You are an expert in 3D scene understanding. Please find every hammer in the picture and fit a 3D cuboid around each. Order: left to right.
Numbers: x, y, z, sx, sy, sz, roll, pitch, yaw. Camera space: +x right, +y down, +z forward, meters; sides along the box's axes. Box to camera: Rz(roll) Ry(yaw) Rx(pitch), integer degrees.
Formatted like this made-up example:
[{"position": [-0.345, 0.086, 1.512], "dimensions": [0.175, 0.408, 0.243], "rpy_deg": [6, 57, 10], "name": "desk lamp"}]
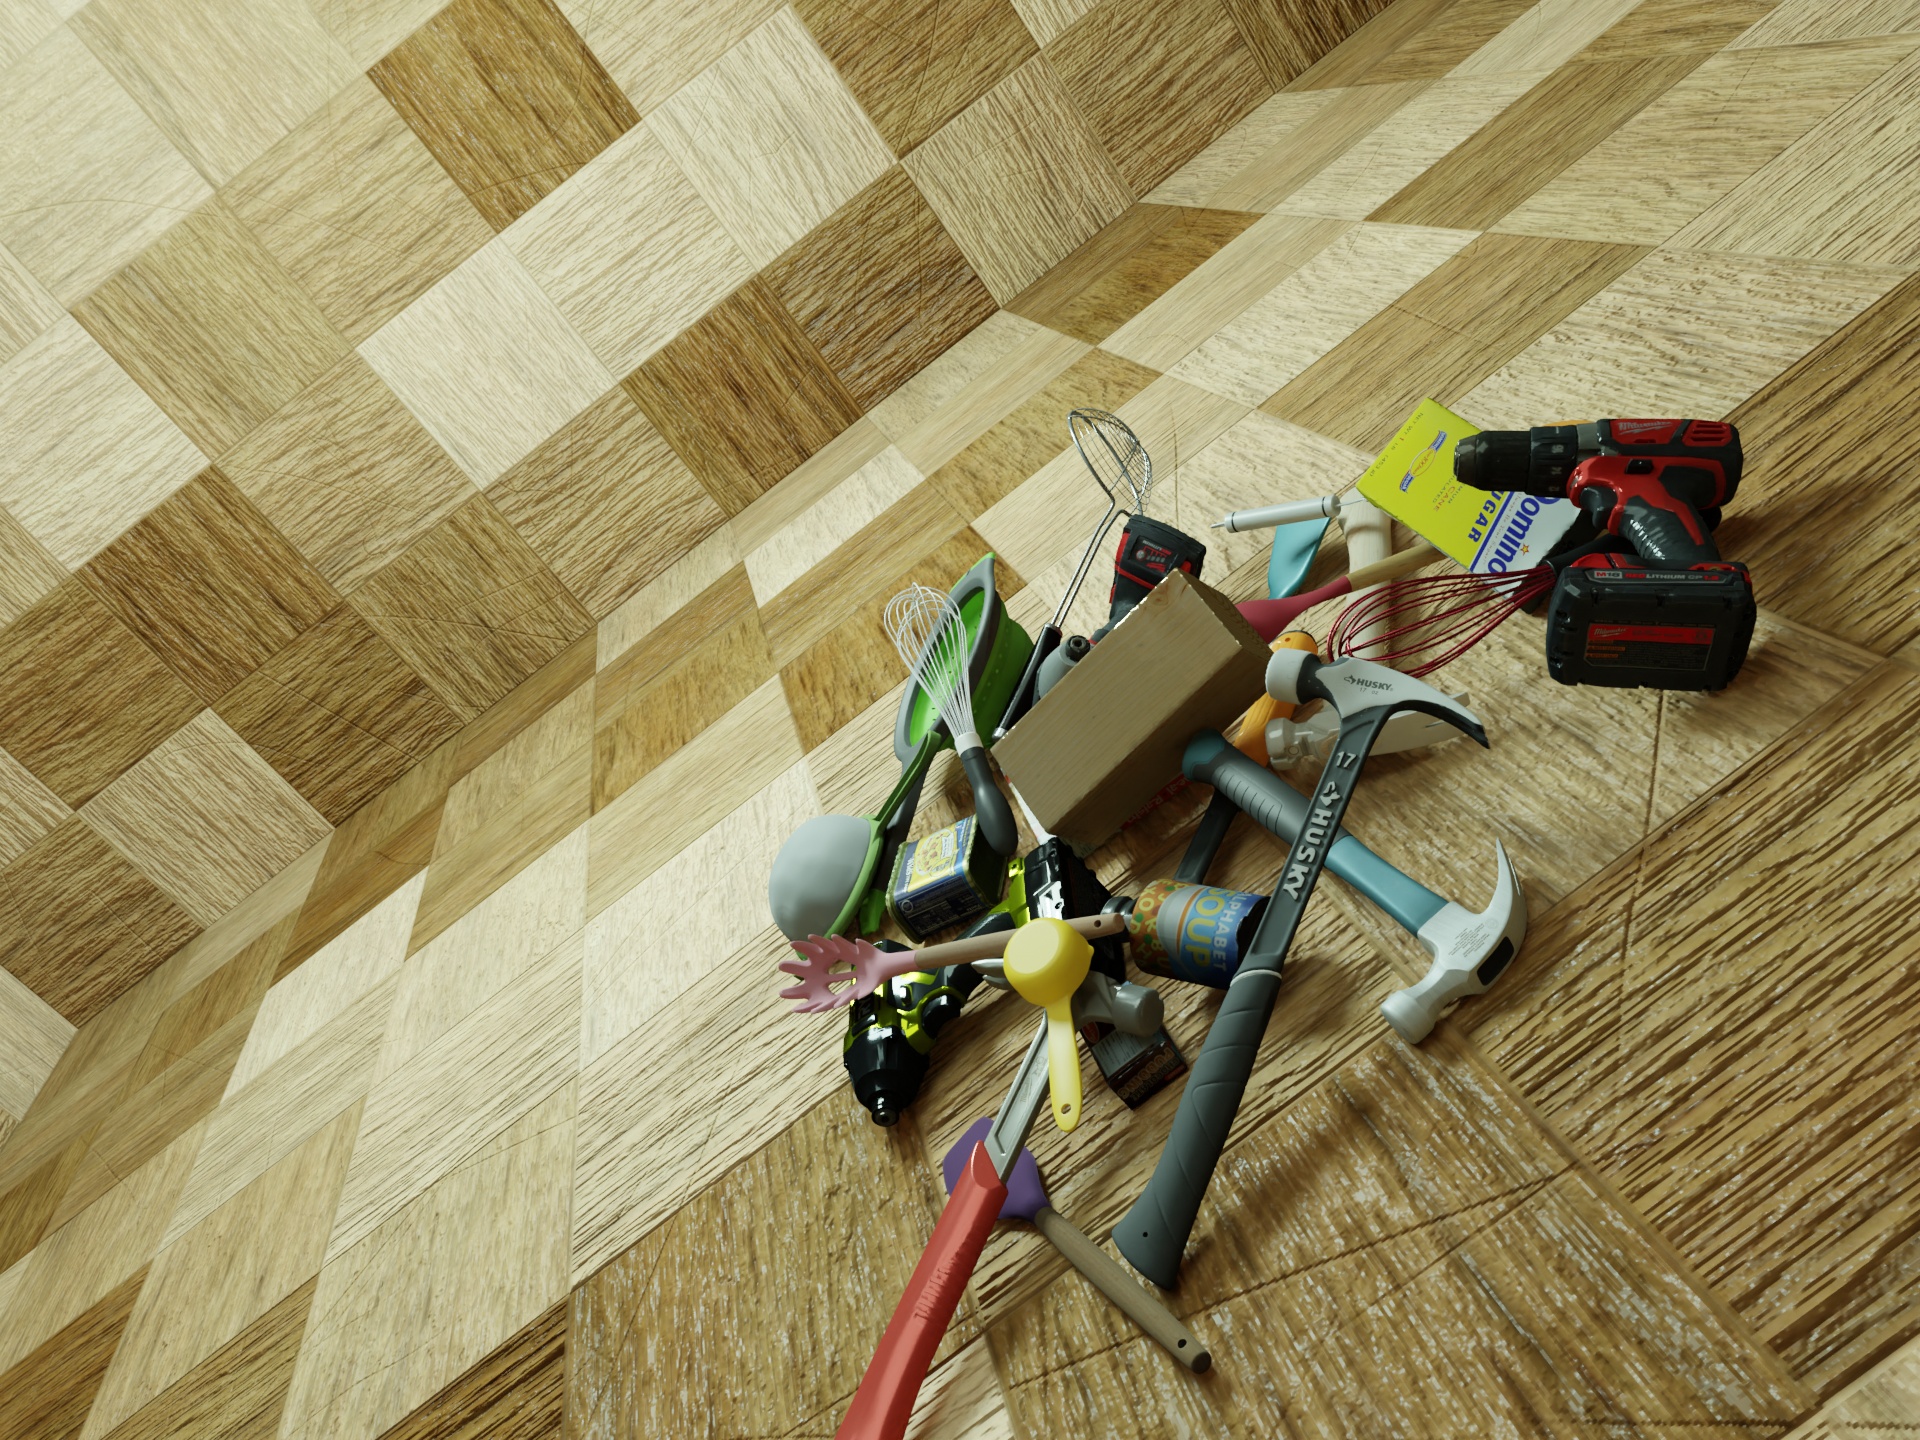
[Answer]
[{"position": [-0.003, 0.308, 0.988], "dimensions": [0.149, 0.036, 0.359], "rpy_deg": [2, 51, 41], "name": "hammer"}, {"position": [0.221, 0.040, 1.222], "dimensions": [0.127, 0.034, 0.337], "rpy_deg": [-11, 33, 39], "name": "hammer"}, {"position": [0.190, 0.141, 0.957], "dimensions": [0.149, 0.036, 0.409], "rpy_deg": [13, 68, 34], "name": "hammer"}, {"position": [0.243, 0.082, 1.055], "dimensions": [0.128, 0.033, 0.331], "rpy_deg": [-39, 32, -5], "name": "hammer"}, {"position": [0.339, -0.097, 1.292], "dimensions": [0.146, 0.038, 0.411], "rpy_deg": [-12, 29, 24], "name": "hammer"}]

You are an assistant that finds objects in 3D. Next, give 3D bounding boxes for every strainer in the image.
[{"position": [-0.108, 0.101, 1.451], "dimensions": [0.256, 0.069, 0.152], "rpy_deg": [-56, 18, 20], "name": "strainer"}, {"position": [0.330, -0.185, 1.379], "dimensions": [0.258, 0.050, 0.087], "rpy_deg": [-5, 9, 40], "name": "strainer"}]

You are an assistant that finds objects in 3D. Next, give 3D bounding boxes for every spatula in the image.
[{"position": [0.061, 0.315, 0.969], "dimensions": [0.060, 0.018, 0.316], "rpy_deg": [-46, 22, -12], "name": "spatula"}, {"position": [0.223, -0.069, 1.421], "dimensions": [0.317, 0.044, 0.082], "rpy_deg": [-45, 20, -13], "name": "spatula"}]

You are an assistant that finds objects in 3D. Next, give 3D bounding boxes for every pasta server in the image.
[{"position": [-0.014, 0.169, 1.152], "dimensions": [0.316, 0.040, 0.060], "rpy_deg": [-17, 68, 40], "name": "pasta server"}]

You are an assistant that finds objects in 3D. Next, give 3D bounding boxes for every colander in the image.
[{"position": [-0.002, 0.034, 1.524], "dimensions": [0.204, 0.094, 0.397], "rpy_deg": [-38, 31, 59], "name": "colander"}]

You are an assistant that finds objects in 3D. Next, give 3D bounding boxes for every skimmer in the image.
[{"position": [0.092, -0.138, 1.525], "dimensions": [0.090, 0.127, 0.363], "rpy_deg": [7, 65, 46], "name": "skimmer"}]

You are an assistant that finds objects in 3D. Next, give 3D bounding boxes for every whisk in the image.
[{"position": [-0.003, -0.004, 1.404], "dimensions": [0.070, 0.070, 0.285], "rpy_deg": [-30, 60, 19], "name": "whisk"}, {"position": [0.400, -0.097, 1.128], "dimensions": [0.296, 0.073, 0.073], "rpy_deg": [-21, 23, 0], "name": "whisk"}]

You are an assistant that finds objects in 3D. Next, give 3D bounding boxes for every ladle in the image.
[{"position": [0.334, -0.116, 1.267], "dimensions": [0.315, 0.031, 0.069], "rpy_deg": [-21, 30, -2], "name": "ladle"}]

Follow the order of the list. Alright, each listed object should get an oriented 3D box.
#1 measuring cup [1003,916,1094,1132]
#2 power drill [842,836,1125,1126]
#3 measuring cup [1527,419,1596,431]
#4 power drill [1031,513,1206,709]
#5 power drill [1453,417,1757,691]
[{"position": [0.057, 0.189, 1.012], "dimensions": [0.062, 0.029, 0.157], "rpy_deg": [-27, 38, 19], "name": "measuring cup"}, {"position": [0.009, 0.200, 1.198], "dimensions": [0.223, 0.080, 0.171], "rpy_deg": [-34, 27, 18], "name": "power drill"}, {"position": [0.457, -0.215, 1.286], "dimensions": [0.095, 0.052, 0.174], "rpy_deg": [-27, 30, -13], "name": "measuring cup"}, {"position": [0.138, -0.080, 1.455], "dimensions": [0.220, 0.078, 0.143], "rpy_deg": [-53, -18, -31], "name": "power drill"}, {"position": [0.427, -0.126, 1.062], "dimensions": [0.188, 0.080, 0.227], "rpy_deg": [4, 45, 15], "name": "power drill"}]
